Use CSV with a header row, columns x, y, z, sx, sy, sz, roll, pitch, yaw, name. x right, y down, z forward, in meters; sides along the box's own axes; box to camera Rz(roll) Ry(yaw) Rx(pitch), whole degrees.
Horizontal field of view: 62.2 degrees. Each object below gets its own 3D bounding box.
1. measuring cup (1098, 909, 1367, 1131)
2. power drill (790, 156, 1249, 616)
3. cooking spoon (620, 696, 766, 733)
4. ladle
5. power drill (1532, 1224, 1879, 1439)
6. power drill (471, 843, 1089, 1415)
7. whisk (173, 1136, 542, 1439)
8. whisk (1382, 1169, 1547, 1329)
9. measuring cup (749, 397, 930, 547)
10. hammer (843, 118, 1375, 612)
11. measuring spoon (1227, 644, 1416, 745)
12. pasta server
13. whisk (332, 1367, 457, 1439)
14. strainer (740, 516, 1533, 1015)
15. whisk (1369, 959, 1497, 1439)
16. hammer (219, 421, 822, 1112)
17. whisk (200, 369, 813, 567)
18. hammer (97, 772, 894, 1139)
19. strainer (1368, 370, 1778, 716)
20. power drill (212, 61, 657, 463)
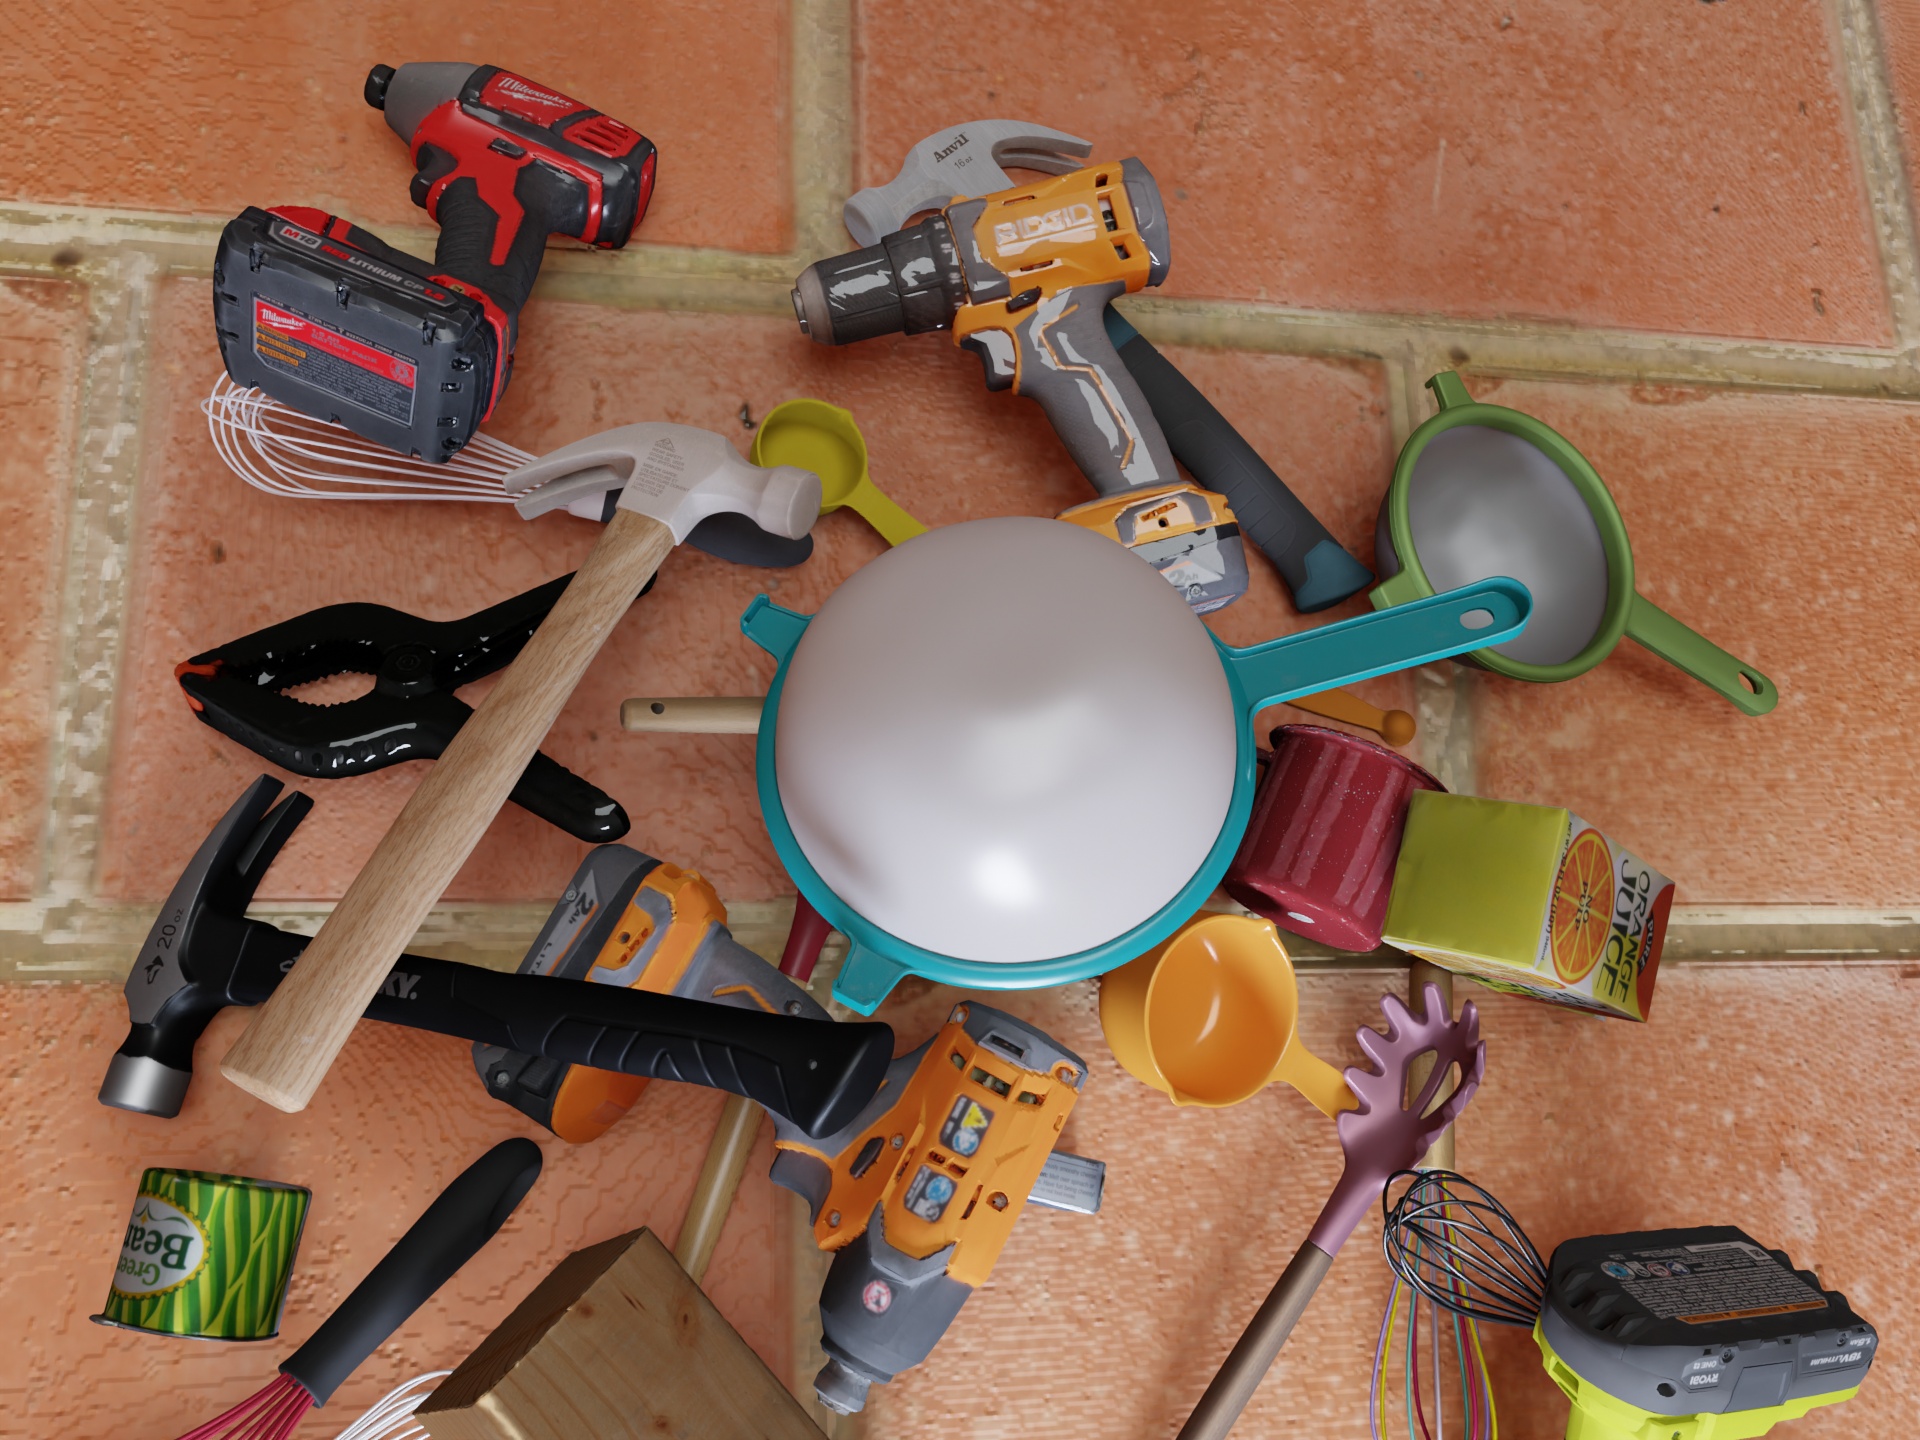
x,y,z,sx,sy,sz,roll,pitch,yaw,name
0.137,0.154,0.758,0.173,0.052,0.095,38,73,-26,measuring cup
0.030,-0.147,0.773,0.185,0.084,0.226,-15,85,-4,power drill
-0.001,-0.002,0.749,0.318,0.017,0.069,0,71,-26,cooking spoon
-0.084,0.142,0.723,0.069,0.031,0.315,18,75,5,ladle
0.309,0.341,0.686,0.190,0.080,0.228,2,105,-20,power drill
-0.082,0.163,0.655,0.226,0.084,0.164,24,74,17,power drill
-0.267,0.269,0.604,0.073,0.073,0.296,43,52,2,whisk
0.271,0.269,0.722,0.238,0.055,0.055,37,71,-23,whisk
-0.041,-0.097,0.799,0.156,0.029,0.062,41,65,-11,measuring cup
0.093,-0.184,0.840,0.128,0.033,0.331,-41,86,-17,hammer
0.184,-0.015,0.824,0.117,0.011,0.021,22,73,-5,measuring spoon
0.145,0.260,0.719,0.316,0.060,0.040,-54,134,-11,pasta server
-0.291,0.328,0.627,0.246,0.059,0.058,-24,38,-12,whisk
0.079,-0.023,0.642,0.340,0.095,0.211,-15,64,-4,strainer
0.227,0.236,0.753,0.051,0.047,0.245,15,68,-26,whisk
-0.189,0.004,0.651,0.130,0.031,0.331,19,62,17,hammer
-0.208,-0.115,0.754,0.284,0.070,0.070,13,74,-13,whisk
-0.185,0.108,0.631,0.335,0.035,0.146,5,69,20,hammer
0.314,-0.060,0.839,0.256,0.069,0.152,27,65,-15,strainer
-0.241,-0.229,0.734,0.143,0.078,0.220,23,48,-6,power drill
